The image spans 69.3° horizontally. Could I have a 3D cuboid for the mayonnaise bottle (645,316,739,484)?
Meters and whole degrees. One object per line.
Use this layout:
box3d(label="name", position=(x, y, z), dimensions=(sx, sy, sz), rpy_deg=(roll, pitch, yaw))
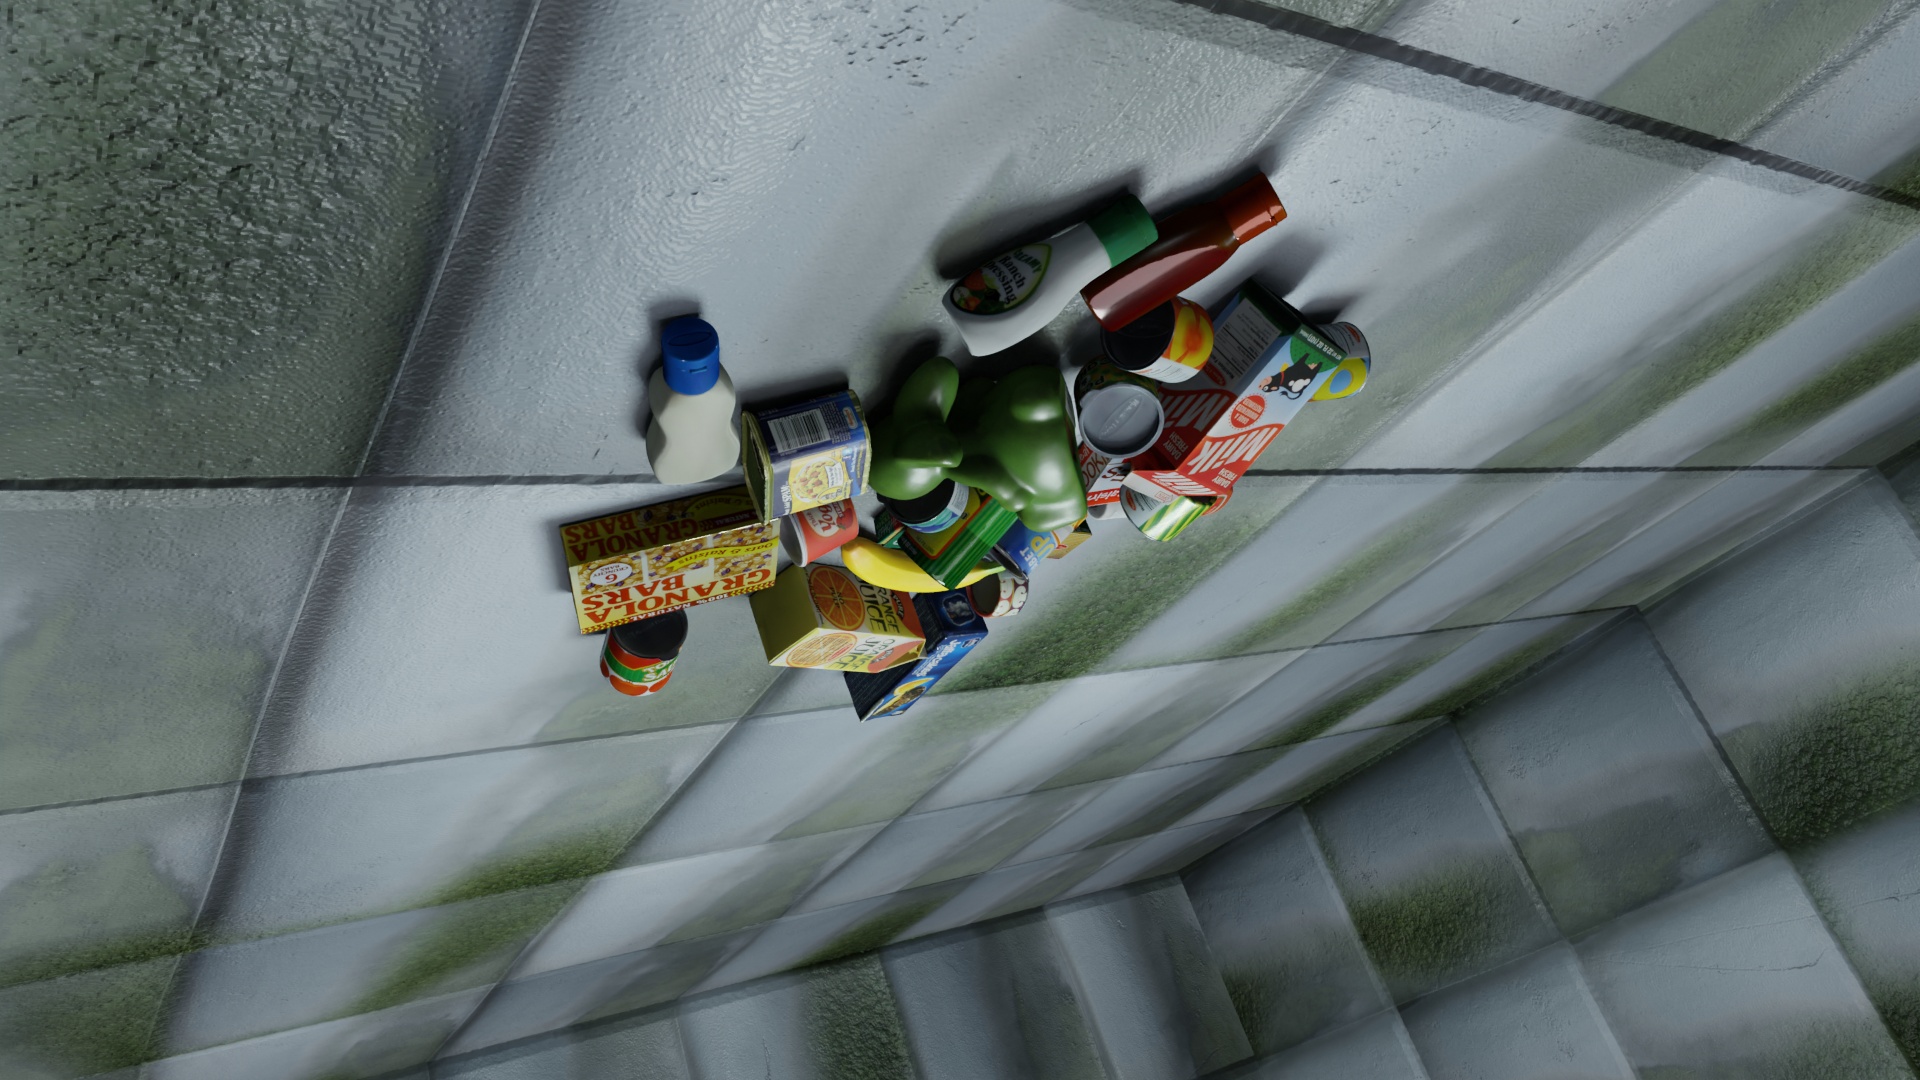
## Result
box3d(label="mayonnaise bottle", position=(-0.181, -0.092, 0.937), dimensions=(0.065, 0.041, 0.147), rpy_deg=(-15, 155, -18))

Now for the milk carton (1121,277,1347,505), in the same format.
box3d(label="milk carton", position=(0.210, -0.107, 1.118), dimensions=(0.072, 0.074, 0.190), rpy_deg=(22, 115, -43))

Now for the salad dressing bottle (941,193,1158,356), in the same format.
box3d(label="salad dressing bottle", position=(0.061, -0.180, 0.933), dimensions=(0.148, 0.064, 0.043), rpy_deg=(-31, 140, 1))

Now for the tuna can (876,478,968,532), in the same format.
box3d(label="tuna can", position=(-0.031, -0.041, 1.145), dimensions=(0.071, 0.071, 0.033), rpy_deg=(-28, 156, 14))

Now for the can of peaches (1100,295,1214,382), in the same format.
box3d(label="can of peaches", position=(0.149, -0.158, 1.048), dimensions=(0.071, 0.071, 0.058), rpy_deg=(-37, 152, 32))

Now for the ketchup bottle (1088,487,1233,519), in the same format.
box3d(label="ketchup bottle", position=(0.191, -0.044, 1.353), dimensions=(0.149, 0.043, 0.064), rpy_deg=(-5, 159, -31))

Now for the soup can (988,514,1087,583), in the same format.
box3d(label="soup can", position=(0.064, -0.015, 1.239), dimensions=(0.084, 0.071, 0.071), rpy_deg=(-44, 158, -9))

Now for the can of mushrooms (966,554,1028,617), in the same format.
box3d(label="can of mushrooms", position=(0.036, 0.045, 1.382), dimensions=(0.033, 0.071, 0.070), rpy_deg=(-4, 151, -33))

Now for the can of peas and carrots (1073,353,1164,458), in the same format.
box3d(label="can of peas and carrots", position=(0.121, -0.108, 1.089), dimensions=(0.071, 0.059, 0.070), rpy_deg=(0, 123, -1))

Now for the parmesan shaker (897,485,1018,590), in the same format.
box3d(label="parmesan shaker", position=(0.004, -0.015, 1.178), dimensions=(0.103, 0.071, 0.071), rpy_deg=(-49, 153, 3))

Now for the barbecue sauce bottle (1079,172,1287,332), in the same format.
box3d(label="barbecue sauce bottle", position=(0.156, -0.204, 0.978), dimensions=(0.148, 0.044, 0.065), rpy_deg=(-29, 154, 15))

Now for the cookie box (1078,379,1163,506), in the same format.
box3d(label="cookie box", position=(0.179, -0.095, 1.238), dimensions=(0.123, 0.040, 0.166), rpy_deg=(-8, 152, -28))

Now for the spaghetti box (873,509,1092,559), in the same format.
box3d(label="spaghetti box", position=(0.025, -0.011, 1.300), dimensions=(0.250, 0.029, 0.050), rpy_deg=(5, 146, -46))

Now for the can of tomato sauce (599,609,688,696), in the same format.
box3d(label="can of tomato sauce", position=(-0.276, 0.092, 1.214), dimensions=(0.071, 0.071, 0.082), rpy_deg=(-9, 154, -26))

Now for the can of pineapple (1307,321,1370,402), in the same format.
box3d(label="can of pineapple", position=(0.306, -0.151, 1.191), dimensions=(0.058, 0.071, 0.070), rpy_deg=(-8, 153, -25))

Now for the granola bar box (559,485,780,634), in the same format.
box3d(label="granola bar box", position=(-0.233, 0.014, 1.123), dimensions=(0.166, 0.039, 0.123), rpy_deg=(-14, 155, -17))

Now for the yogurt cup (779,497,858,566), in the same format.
box3d(label="yogurt cup", position=(-0.118, -0.019, 1.121), dimensions=(0.054, 0.072, 0.072), rpy_deg=(-22, 158, -20))

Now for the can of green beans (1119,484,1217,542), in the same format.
box3d(label="can of green beans", position=(0.183, -0.041, 1.219), dimensions=(0.071, 0.071, 0.057), rpy_deg=(2, 146, -42))

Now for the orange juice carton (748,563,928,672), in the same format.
box3d(label="orange juice carton", position=(-0.102, 0.077, 1.328), dimensions=(0.072, 0.072, 0.193), rpy_deg=(-36, 153, 29))
